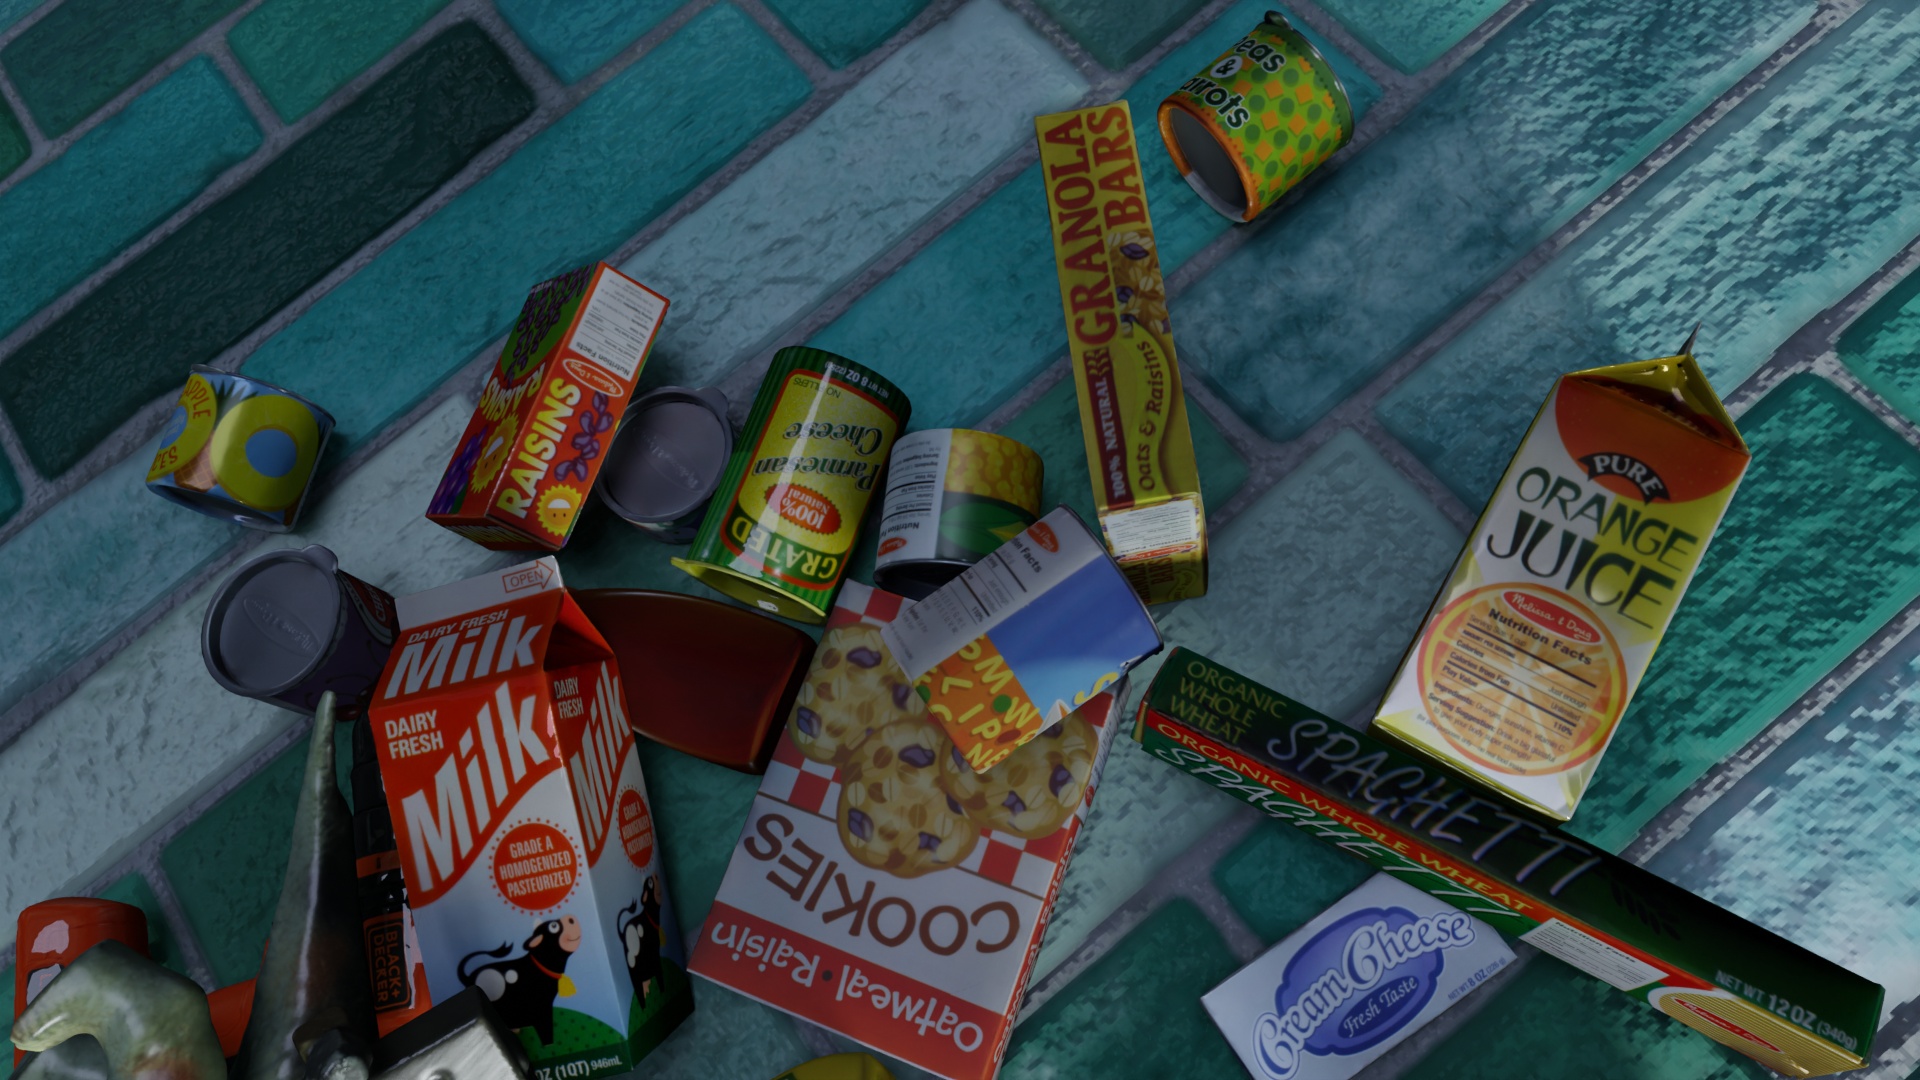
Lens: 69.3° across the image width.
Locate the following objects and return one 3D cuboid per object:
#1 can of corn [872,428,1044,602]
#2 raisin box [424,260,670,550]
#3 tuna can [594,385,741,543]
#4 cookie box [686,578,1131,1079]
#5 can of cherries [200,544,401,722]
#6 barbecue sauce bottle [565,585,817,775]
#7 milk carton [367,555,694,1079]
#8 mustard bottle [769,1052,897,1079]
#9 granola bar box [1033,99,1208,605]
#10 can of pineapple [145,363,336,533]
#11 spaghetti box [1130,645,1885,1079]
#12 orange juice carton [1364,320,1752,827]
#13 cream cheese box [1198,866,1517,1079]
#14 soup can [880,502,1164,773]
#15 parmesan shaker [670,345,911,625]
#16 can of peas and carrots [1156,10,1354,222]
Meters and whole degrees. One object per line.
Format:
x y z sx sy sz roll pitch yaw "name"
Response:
0.002 -0.007 0.577 0.071 0.071 0.058 3 71 12 "can of corn"
-0.186 -0.058 0.623 0.086 0.040 0.123 0 65 52 "raisin box"
-0.127 -0.036 0.628 0.071 0.032 0.071 -4 70 10 "tuna can"
-0.017 0.113 0.551 0.123 0.040 0.168 17 74 16 "cookie box"
-0.287 0.042 0.619 0.071 0.058 0.072 -4 70 11 "can of cherries"
-0.138 0.049 0.595 0.148 0.043 0.065 16 75 17 "barbecue sauce bottle"
-0.167 0.106 0.536 0.072 0.073 0.190 -15 87 7 "milk carton"
-0.092 0.246 0.506 0.160 0.048 0.065 -28 29 5 "mustard bottle"
0.066 -0.069 0.553 0.039 0.124 0.166 -10 70 7 "granola bar box"
-0.339 -0.042 0.653 0.071 0.071 0.058 9 73 14 "can of pineapple"
0.178 0.109 0.482 0.250 0.050 0.029 26 68 15 "spaghetti box"
0.228 0.010 0.521 0.073 0.071 0.193 28 79 19 "orange juice carton"
0.144 0.161 0.510 0.104 0.024 0.053 -35 67 -3 "cream cheese box"
0.024 0.039 0.514 0.084 0.071 0.071 -35 68 -3 "soup can"
-0.071 -0.024 0.593 0.071 0.071 0.103 16 75 16 "parmesan shaker"
0.128 -0.185 0.610 0.059 0.070 0.071 -39 68 -3 "can of peas and carrots"
